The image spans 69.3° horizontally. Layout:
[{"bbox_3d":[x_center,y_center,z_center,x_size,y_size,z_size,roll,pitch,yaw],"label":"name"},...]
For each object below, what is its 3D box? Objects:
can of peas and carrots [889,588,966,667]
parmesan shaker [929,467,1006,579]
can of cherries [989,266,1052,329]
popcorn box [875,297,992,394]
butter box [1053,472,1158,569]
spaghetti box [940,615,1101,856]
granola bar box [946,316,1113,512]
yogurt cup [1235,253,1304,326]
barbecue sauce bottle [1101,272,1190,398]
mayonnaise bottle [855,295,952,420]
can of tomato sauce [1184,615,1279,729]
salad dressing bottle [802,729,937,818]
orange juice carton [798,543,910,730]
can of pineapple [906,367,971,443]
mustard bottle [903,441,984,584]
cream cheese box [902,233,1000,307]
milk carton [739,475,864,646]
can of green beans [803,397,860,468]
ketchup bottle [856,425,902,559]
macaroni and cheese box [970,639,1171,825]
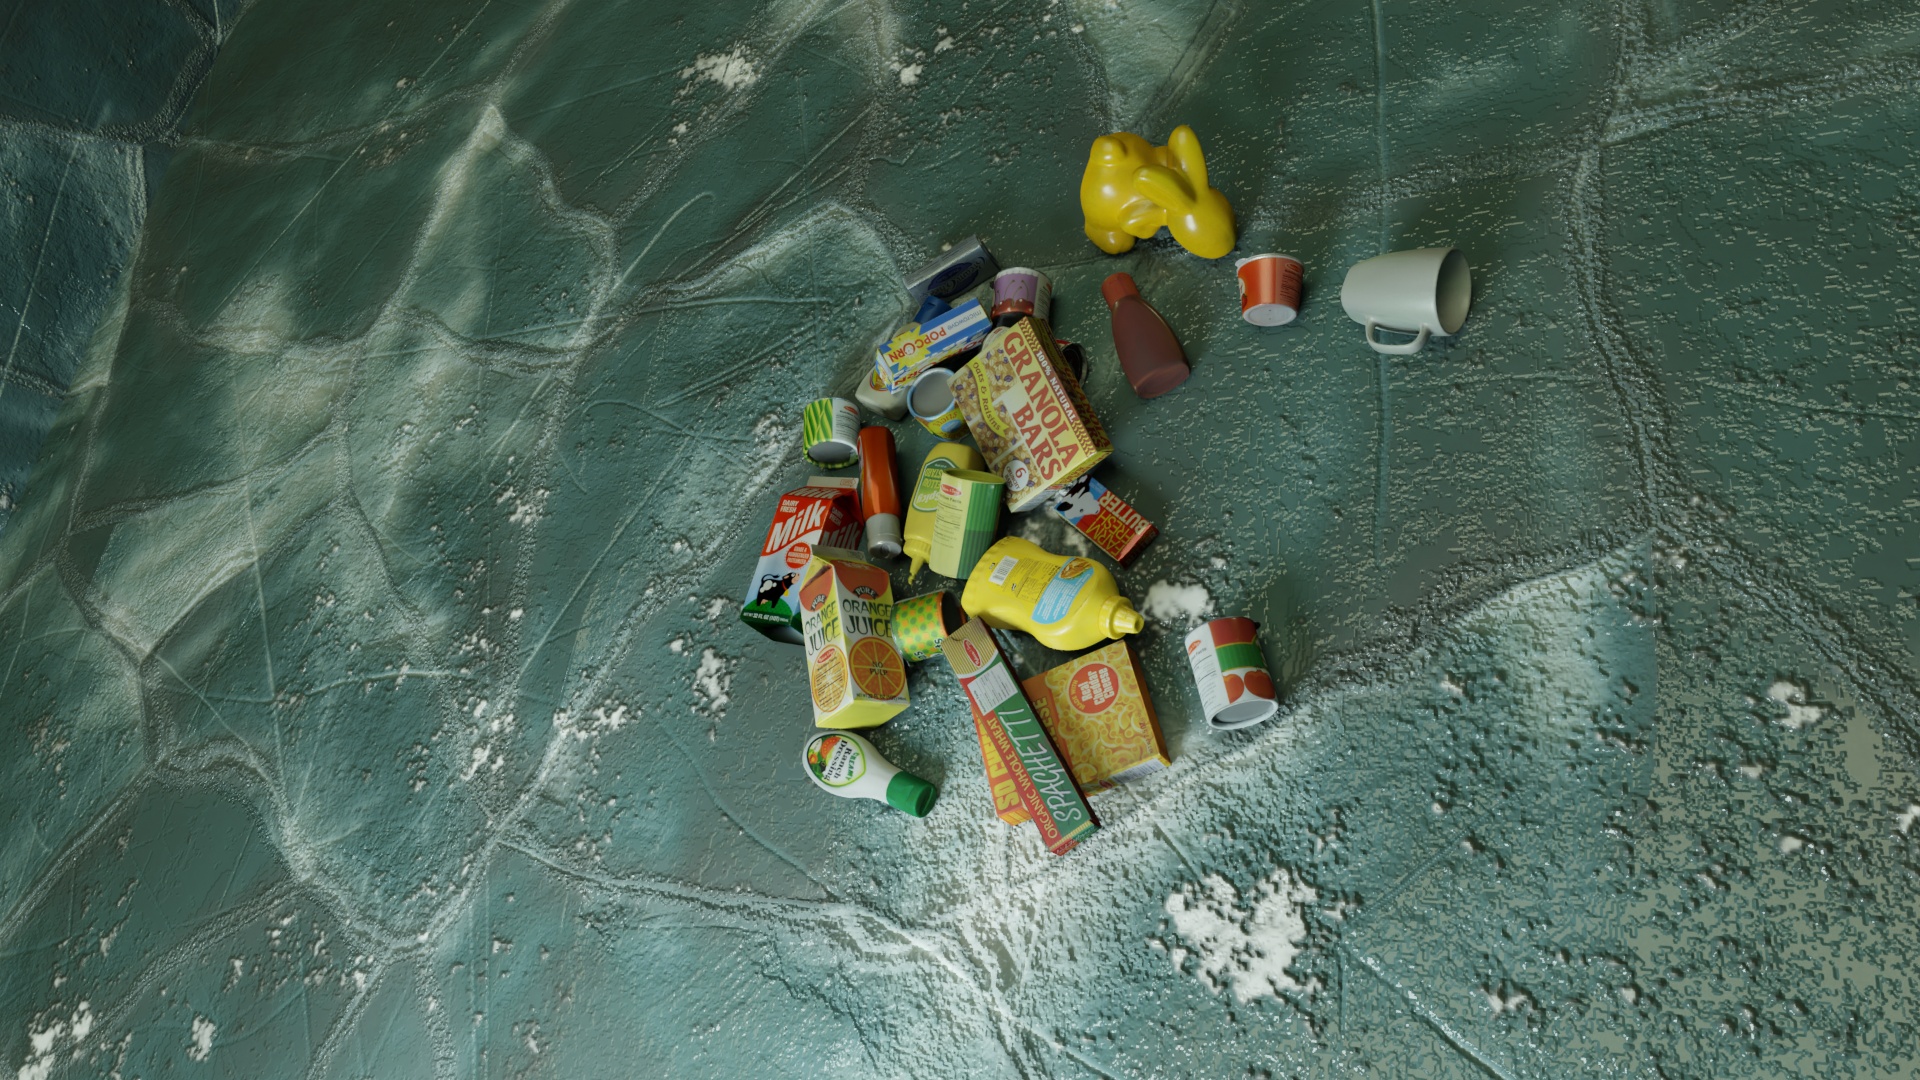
[{"bbox_3d":[-0.031,0.089,1.424,0.058,0.071,0.071,-17,59,20],"label":"can of peas and carrots"},{"bbox_3d":[0.005,-0.018,1.436,0.071,0.071,0.102,17,104,34],"label":"parmesan shaker"},{"bbox_3d":[0.065,-0.262,1.551,0.071,0.071,0.058,-5,65,27],"label":"can of cherries"},{"bbox_3d":[-0.030,-0.215,1.542,0.127,0.085,0.038,-28,85,-8],"label":"popcorn box"},{"bbox_3d":[0.147,-0.020,1.408,0.053,0.024,0.104,-48,53,0],"label":"butter box"},{"bbox_3d":[0.053,0.179,1.302,0.050,0.028,0.251,-36,53,8],"label":"spaghetti box"},{"bbox_3d":[0.071,-0.130,1.445,0.123,0.039,0.166,-36,71,33],"label":"granola bar box"},{"bbox_3d":[0.315,-0.253,1.412,0.072,0.072,0.054,-4,72,27],"label":"yogurt cup"},{"bbox_3d":[0.190,-0.223,1.476,0.065,0.043,0.149,-28,55,14],"label":"barbecue sauce bottle"},{"bbox_3d":[-0.060,-0.213,1.610,0.065,0.041,0.148,25,80,34],"label":"mayonnaise bottle"},{"bbox_3d":[0.247,0.120,1.257,0.071,0.071,0.083,-22,58,18],"label":"can of tomato sauce"},{"bbox_3d":[-0.091,0.236,1.395,0.148,0.044,0.064,17,76,34],"label":"salad dressing bottle"},{"bbox_3d":[-0.115,0.093,1.439,0.072,0.072,0.193,-36,55,42],"label":"orange juice carton"},{"bbox_3d":[-0.018,-0.149,1.542,0.071,0.057,0.071,-11,64,23],"label":"can of pineapple"},{"bbox_3d":[-0.026,-0.027,1.490,0.065,0.048,0.160,8,70,37],"label":"mustard bottle"},{"bbox_3d":[-0.011,-0.312,1.626,0.103,0.053,0.024,-29,54,13],"label":"cream cheese box"},{"bbox_3d":[-0.168,0.015,1.532,0.072,0.073,0.191,4,68,30],"label":"milk carton"},{"bbox_3d":[-0.148,-0.123,1.596,0.071,0.071,0.058,-14,60,22],"label":"can of green beans"},{"bbox_3d":[-0.087,-0.051,1.524,0.043,0.064,0.149,-6,57,-2],"label":"ketchup bottle"},{"bbox_3d":[0.103,0.184,1.318,0.166,0.040,0.124,-24,56,16],"label":"macaroni and cheese box"}]
